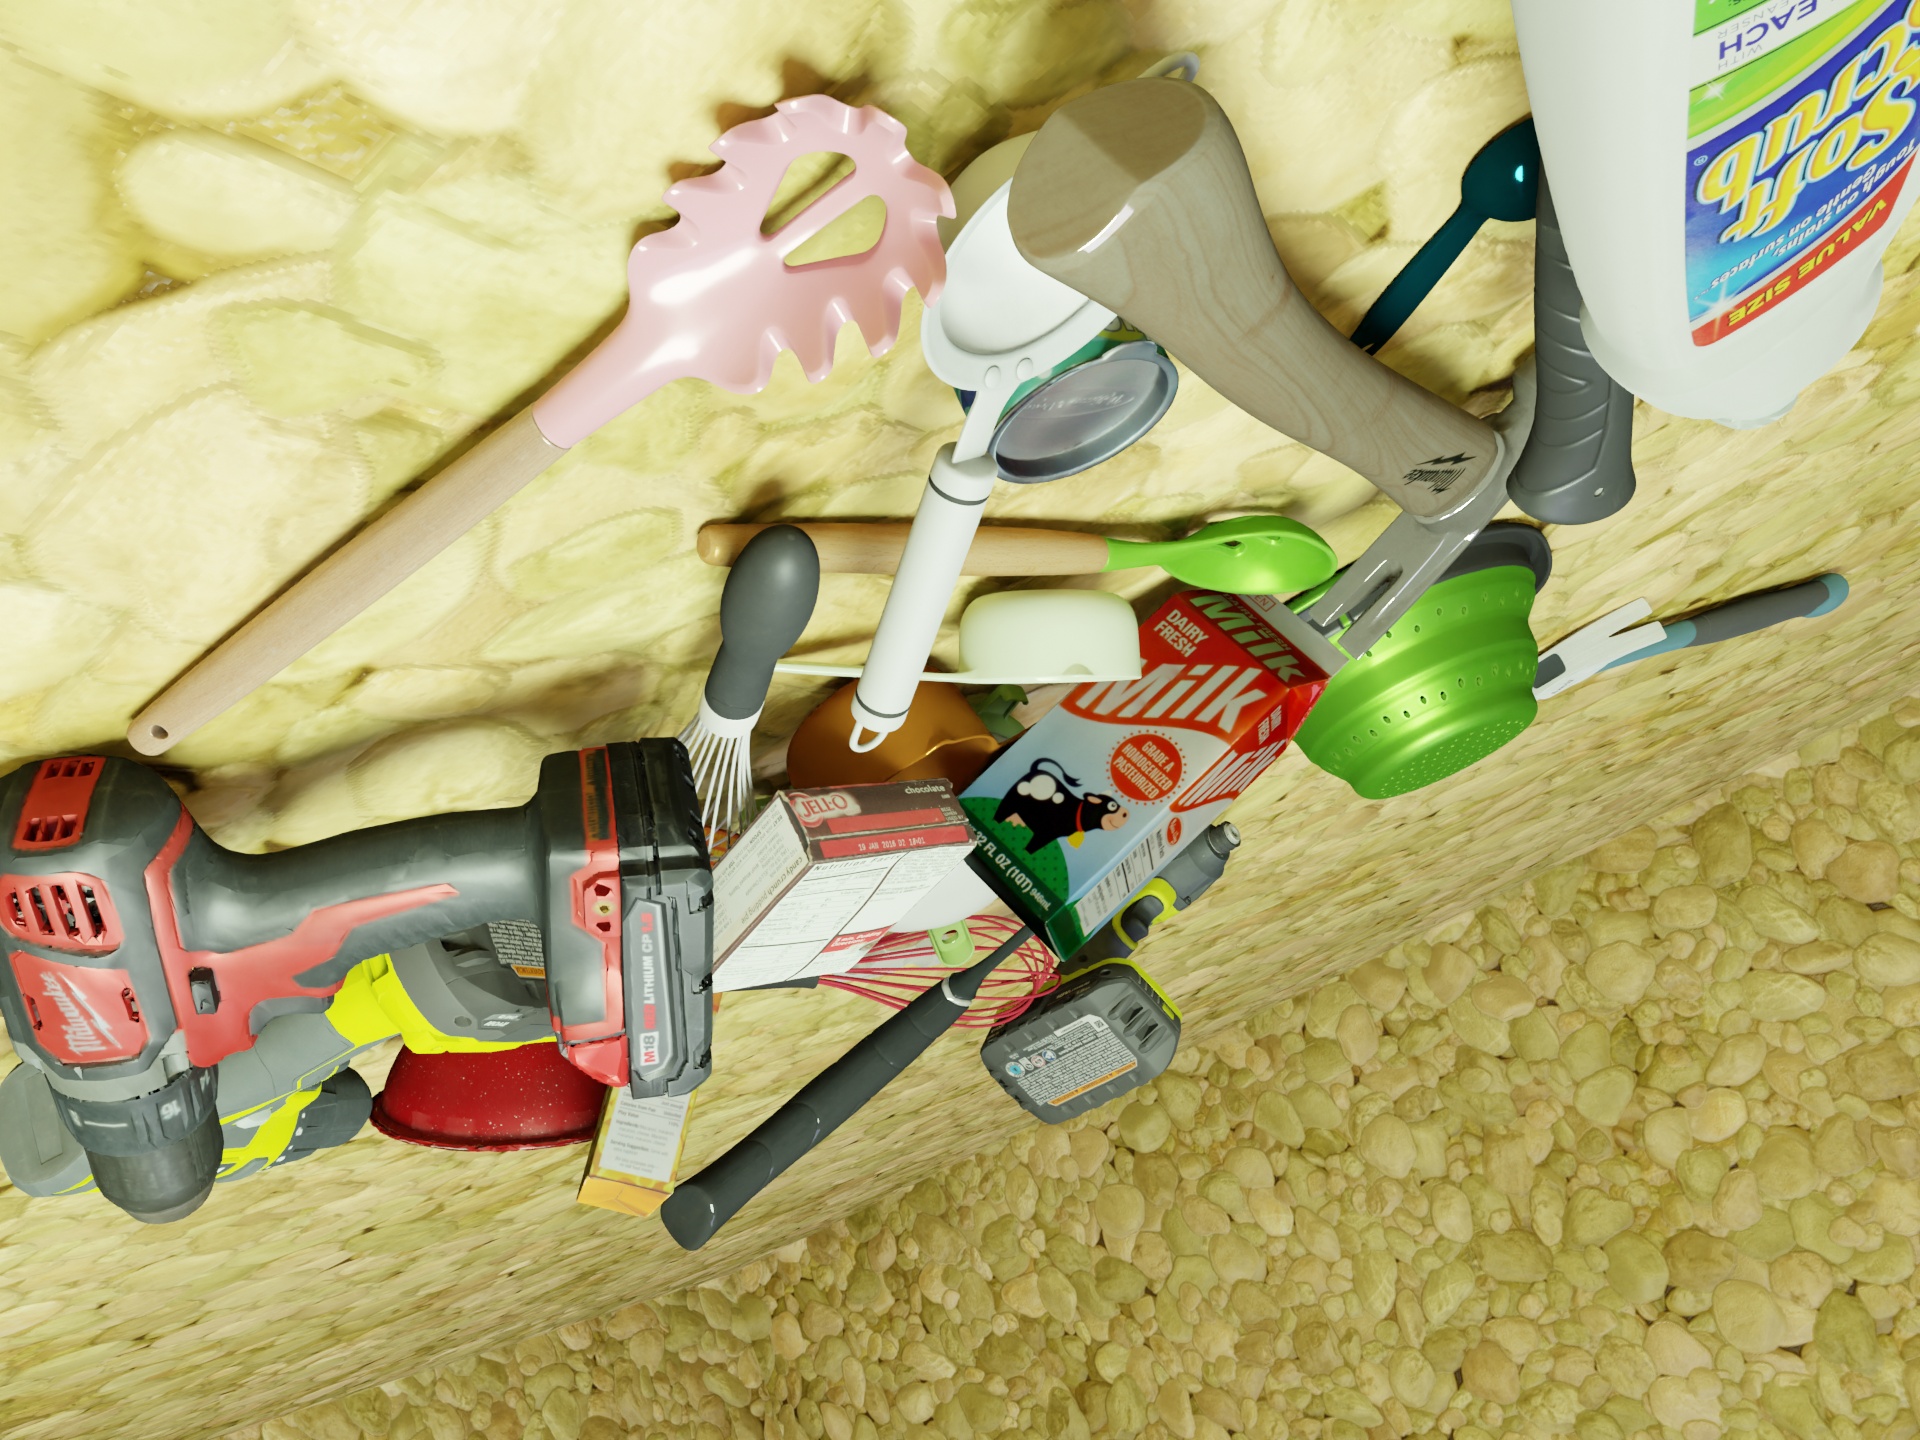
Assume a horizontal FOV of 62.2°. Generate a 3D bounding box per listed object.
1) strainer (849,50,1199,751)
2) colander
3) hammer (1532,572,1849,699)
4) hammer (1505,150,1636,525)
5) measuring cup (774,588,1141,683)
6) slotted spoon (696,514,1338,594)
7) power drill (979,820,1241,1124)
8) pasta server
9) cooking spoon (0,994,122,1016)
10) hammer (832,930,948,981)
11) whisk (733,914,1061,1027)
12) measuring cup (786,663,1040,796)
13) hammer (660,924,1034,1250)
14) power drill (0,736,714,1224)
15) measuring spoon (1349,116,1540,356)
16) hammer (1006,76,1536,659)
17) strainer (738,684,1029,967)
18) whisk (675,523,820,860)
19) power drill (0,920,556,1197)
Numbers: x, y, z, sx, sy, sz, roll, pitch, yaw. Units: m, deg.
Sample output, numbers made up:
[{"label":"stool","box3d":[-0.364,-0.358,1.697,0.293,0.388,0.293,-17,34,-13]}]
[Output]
[{"label":"strainer","box3d":[0.001,-0.079,0.458,0.087,0.050,0.258,-21,147,-37]},{"label":"colander","box3d":[0.298,-0.009,0.975,0.204,0.095,0.396,-32,159,23]},{"label":"hammer","box3d":[0.561,-0.068,1.219,0.331,0.033,0.128,-14,160,-26]},{"label":"hammer","box3d":[0.173,-0.157,0.420,0.146,0.035,0.334,-28,147,4]},{"label":"measuring cup","box3d":[-0.007,-0.035,0.650,0.167,0.038,0.083,1,179,-13]},{"label":"slotted spoon","box3d":[0.036,-0.067,0.624,0.313,0.031,0.070,-4,171,-39]},{"label":"power drill","box3d":[0.109,0.160,1.105,0.171,0.080,0.223,-35,-167,33]},{"label":"pasta server","box3d":[-0.131,-0.062,0.428,0.316,0.040,0.060,-30,115,24]},{"label":"cooking spoon","box3d":[-0.396,0.089,0.552,0.069,0.017,0.318,-24,161,10]},{"label":"hammer","box3d":[0.019,0.093,1.023,0.130,0.031,0.331,-5,154,-43]},{"label":"whisk","box3d":[-0.071,0.152,0.972,0.295,0.073,0.073,4,151,-24]},{"label":"measuring cup","box3d":[-0.001,-0.002,0.725,0.173,0.052,0.095,-26,161,-30]},{"label":"hammer","box3d":[0.010,0.133,0.847,0.409,0.036,0.149,-37,168,-26]},{"label":"power drill","box3d":[-0.204,0.093,0.552,0.226,0.080,0.187,-4,126,-15]},{"label":"measuring spoon","box3d":[0.171,-0.156,0.550,0.042,0.021,0.128,-13,159,-28]},{"label":"hammer","box3d":[0.116,-0.097,0.516,0.146,0.038,0.410,-50,156,18]},{"label":"strainer","box3d":[-0.011,0.093,0.845,0.151,0.069,0.256,-25,147,-6]},{"label":"whisk","box3d":[-0.092,0.009,0.609,0.070,0.070,0.284,-14,159,-25]},{"label":"power drill","box3d":[-0.269,0.142,0.709,0.228,0.080,0.190,-27,162,11]}]
